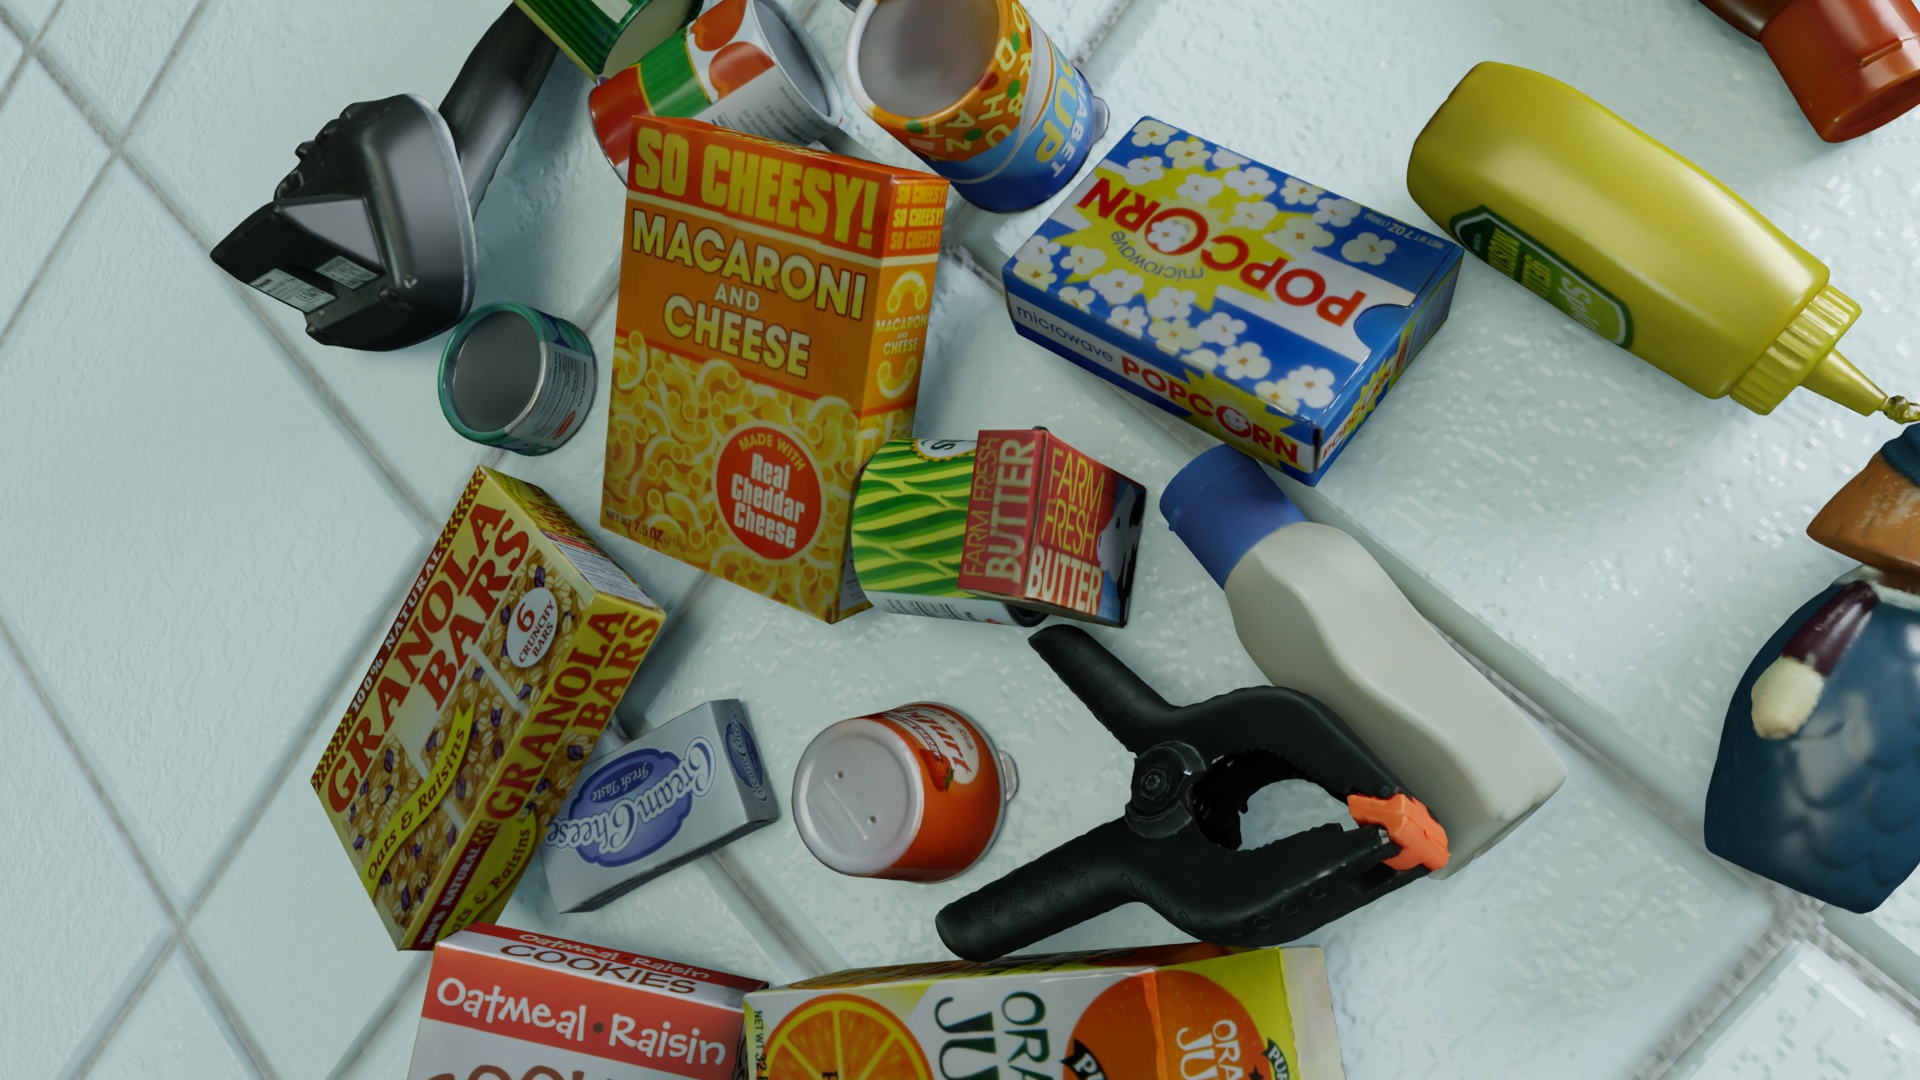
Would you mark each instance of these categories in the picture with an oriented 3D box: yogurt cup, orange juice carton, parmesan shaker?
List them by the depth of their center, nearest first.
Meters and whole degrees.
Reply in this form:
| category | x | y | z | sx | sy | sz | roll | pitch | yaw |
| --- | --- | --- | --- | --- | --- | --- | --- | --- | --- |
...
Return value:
| category | x | y | z | sx | sy | sz | roll | pitch | yaw |
| --- | --- | --- | --- | --- | --- | --- | --- | --- | --- |
| orange juice carton | 0.029 | 0.174 | 0.454 | 0.192 | 0.073 | 0.072 | -12 | 77 | 23 |
| yogurt cup | -0.025 | 0.092 | 0.504 | 0.072 | 0.054 | 0.072 | -4 | 81 | 26 |
| parmesan shaker | -0.168 | -0.256 | 0.604 | 0.103 | 0.071 | 0.071 | 44 | 103 | -2 |

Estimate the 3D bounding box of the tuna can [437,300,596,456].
| category | x | y | z | sx | sy | sz | roll | pitch | yaw |
| --- | --- | --- | --- | --- | --- | --- | --- | --- | --- |
| tuna can | -0.203 | -0.074 | 0.628 | 0.071 | 0.033 | 0.071 | -4 | 81 | 25 |

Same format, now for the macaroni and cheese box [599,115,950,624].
| category | x | y | z | sx | sy | sz | roll | pitch | yaw |
| --- | --- | --- | --- | --- | --- | --- | --- | --- | --- |
| macaroni and cheese box | -0.076 | -0.068 | 0.533 | 0.124 | 0.040 | 0.165 | 20 | 112 | 27 |

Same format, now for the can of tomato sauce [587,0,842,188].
| category | x | y | z | sx | sy | sz | roll | pitch | yaw |
| --- | --- | --- | --- | --- | --- | --- | --- | --- | --- |
| can of tomato sauce | -0.101 | -0.182 | 0.577 | 0.083 | 0.071 | 0.071 | -27 | 72 | 19 |

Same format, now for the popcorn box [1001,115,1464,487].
| category | x | y | z | sx | sy | sz | roll | pitch | yaw |
| --- | --- | --- | --- | --- | --- | --- | --- | --- | --- |
| popcorn box | 0.089 | -0.084 | 0.467 | 0.127 | 0.038 | 0.085 | 32 | 69 | 26 |

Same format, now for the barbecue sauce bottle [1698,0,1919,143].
| category | x | y | z | sx | sy | sz | roll | pitch | yaw |
| --- | --- | --- | --- | --- | --- | --- | --- | --- | --- |
| barbecue sauce bottle | 0.244 | -0.193 | 0.424 | 0.064 | 0.043 | 0.149 | -27 | 72 | 20 |

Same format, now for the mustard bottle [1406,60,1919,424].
| category | x | y | z | sx | sy | sz | roll | pitch | yaw |
| --- | --- | --- | --- | --- | --- | --- | --- | --- | --- |
| mustard bottle | 0.209 | -0.081 | 0.414 | 0.160 | 0.065 | 0.049 | 42 | 97 | 21 |

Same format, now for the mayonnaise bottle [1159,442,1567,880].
| category | x | y | z | sx | sy | sz | roll | pitch | yaw |
| --- | --- | --- | --- | --- | --- | --- | --- | --- | --- |
| mayonnaise bottle | 0.121 | 0.032 | 0.441 | 0.041 | 0.064 | 0.148 | -26 | 63 | -19 |

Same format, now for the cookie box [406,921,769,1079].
| category | x | y | z | sx | sy | sz | roll | pitch | yaw |
| --- | --- | --- | --- | --- | --- | --- | --- | --- | --- |
| cookie box | -0.151 | 0.242 | 0.529 | 0.123 | 0.040 | 0.167 | 10 | 86 | 5 |

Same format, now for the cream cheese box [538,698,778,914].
| category | x | y | z | sx | sy | sz | roll | pitch | yaw |
| --- | --- | --- | --- | --- | --- | --- | --- | --- | --- |
| cream cheese box | -0.127 | 0.109 | 0.568 | 0.103 | 0.024 | 0.053 | -29 | 72 | 20 |

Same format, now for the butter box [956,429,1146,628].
| category | x | y | z | sx | sy | sz | roll | pitch | yaw |
| --- | --- | --- | --- | --- | --- | --- | --- | --- | --- |
| butter box | 0.033 | -0.002 | 0.463 | 0.024 | 0.103 | 0.053 | 6 | 84 | 26 |

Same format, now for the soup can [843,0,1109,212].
| category | x | y | z | sx | sy | sz | roll | pitch | yaw |
| --- | --- | --- | --- | --- | --- | --- | --- | --- | --- |
| soup can | 0.008 | -0.167 | 0.512 | 0.071 | 0.084 | 0.071 | -4 | 80 | 25 |

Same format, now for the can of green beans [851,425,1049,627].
| category | x | y | z | sx | sy | sz | roll | pitch | yaw |
| --- | --- | --- | --- | --- | --- | --- | --- | --- | --- |
| can of green beans | 0.001 | -0.004 | 0.500 | 0.058 | 0.071 | 0.071 | 4 | 84 | 27 |

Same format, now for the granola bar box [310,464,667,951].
| category | x | y | z | sx | sy | sz | roll | pitch | yaw |
| --- | --- | --- | --- | --- | --- | --- | --- | --- | --- |
| granola bar box | -0.203 | 0.068 | 0.587 | 0.124 | 0.039 | 0.165 | 35 | 98 | 42 |

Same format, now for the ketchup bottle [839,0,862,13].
| category | x | y | z | sx | sy | sz | roll | pitch | yaw |
| --- | --- | --- | --- | --- | --- | --- | --- | --- | --- |
| ketchup bottle | -0.002 | -0.279 | 0.557 | 0.065 | 0.043 | 0.148 | 30 | 96 | 26 |
